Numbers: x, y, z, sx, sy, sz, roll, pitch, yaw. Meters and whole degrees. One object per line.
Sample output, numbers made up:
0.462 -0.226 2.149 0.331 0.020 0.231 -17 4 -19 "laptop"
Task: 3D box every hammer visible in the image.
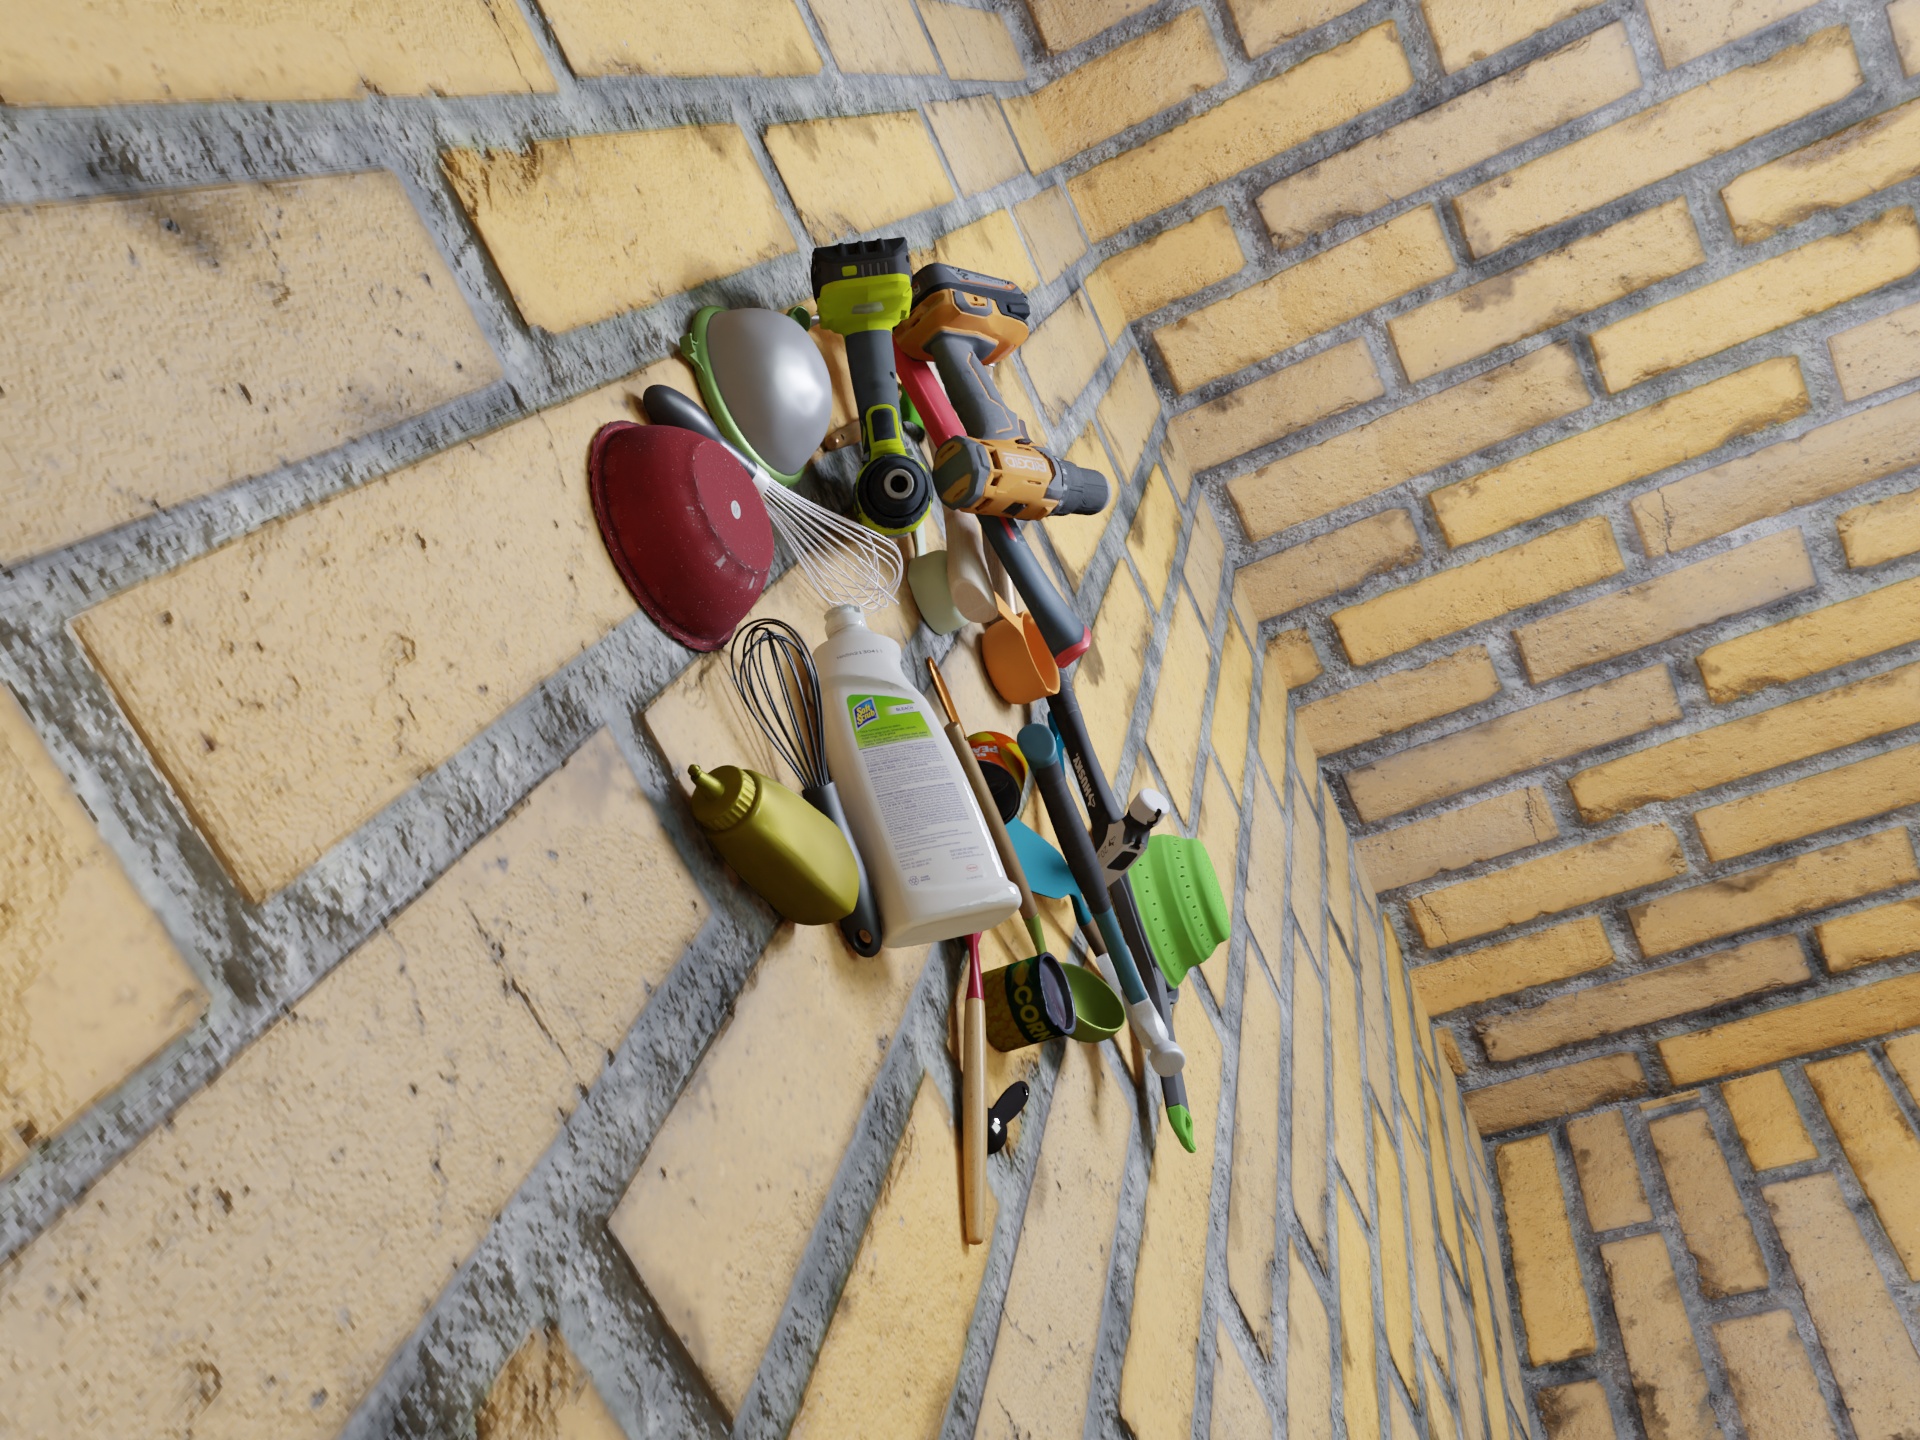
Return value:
-0.001 -0.216 1.411 0.143 0.038 0.386 -16 73 -46 "hammer"
0.029 -0.255 1.640 0.031 0.130 0.331 5 73 -32 "hammer"
0.111 0.020 1.572 0.035 0.146 0.335 13 38 -27 "hammer"
0.117 0.149 1.373 0.128 0.033 0.330 -121 -172 -64 "hammer"
-0.012 -0.262 1.516 0.146 0.038 0.411 34 37 -50 "hammer"

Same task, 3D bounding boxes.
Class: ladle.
0.060 0.136 1.316 0.078 0.062 0.320 -82 152 -64 "ladle"
0.012 0.232 1.174 0.069 0.031 0.316 83 6 -50 "ladle"

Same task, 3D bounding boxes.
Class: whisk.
-0.131 -0.159 1.161 0.284 0.070 0.070 40 34 -46 "whisk"
-0.098 0.047 1.060 0.055 0.055 0.239 -32 105 -70 "whisk"

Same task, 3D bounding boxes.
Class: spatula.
0.115 0.203 1.498 0.082 0.044 0.317 -90 156 -46 "spatula"

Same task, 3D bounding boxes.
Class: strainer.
-0.132 -0.288 1.266 0.151 0.069 0.257 59 23 -26 "strainer"

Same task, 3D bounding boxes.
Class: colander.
0.227 0.244 1.597 0.398 0.094 0.204 -96 162 -45 "colander"

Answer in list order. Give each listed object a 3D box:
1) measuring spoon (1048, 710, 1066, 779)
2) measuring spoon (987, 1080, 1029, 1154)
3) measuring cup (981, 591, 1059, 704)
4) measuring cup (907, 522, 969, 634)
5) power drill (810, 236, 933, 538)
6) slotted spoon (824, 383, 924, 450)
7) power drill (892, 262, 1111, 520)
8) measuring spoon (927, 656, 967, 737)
0.111 0.035 1.656 0.042 0.021 0.129 54 23 -36 "measuring spoon"
0.038 0.293 1.201 0.034 0.018 0.124 69 18 2 "measuring spoon"
0.037 -0.079 1.532 0.173 0.052 0.095 45 31 -48 "measuring cup"
-0.020 -0.160 1.479 0.083 0.038 0.168 38 38 -56 "measuring cup"
-0.065 -0.261 1.276 0.190 0.080 0.228 -149 -129 -84 "power drill"
-0.069 -0.282 1.496 0.070 0.031 0.314 61 22 -8 "slotted spoon"
0.040 -0.279 1.405 0.185 0.084 0.226 1 65 -41 "power drill"
-0.002 -0.005 1.409 0.117 0.011 0.021 66 19 -8 "measuring spoon"
